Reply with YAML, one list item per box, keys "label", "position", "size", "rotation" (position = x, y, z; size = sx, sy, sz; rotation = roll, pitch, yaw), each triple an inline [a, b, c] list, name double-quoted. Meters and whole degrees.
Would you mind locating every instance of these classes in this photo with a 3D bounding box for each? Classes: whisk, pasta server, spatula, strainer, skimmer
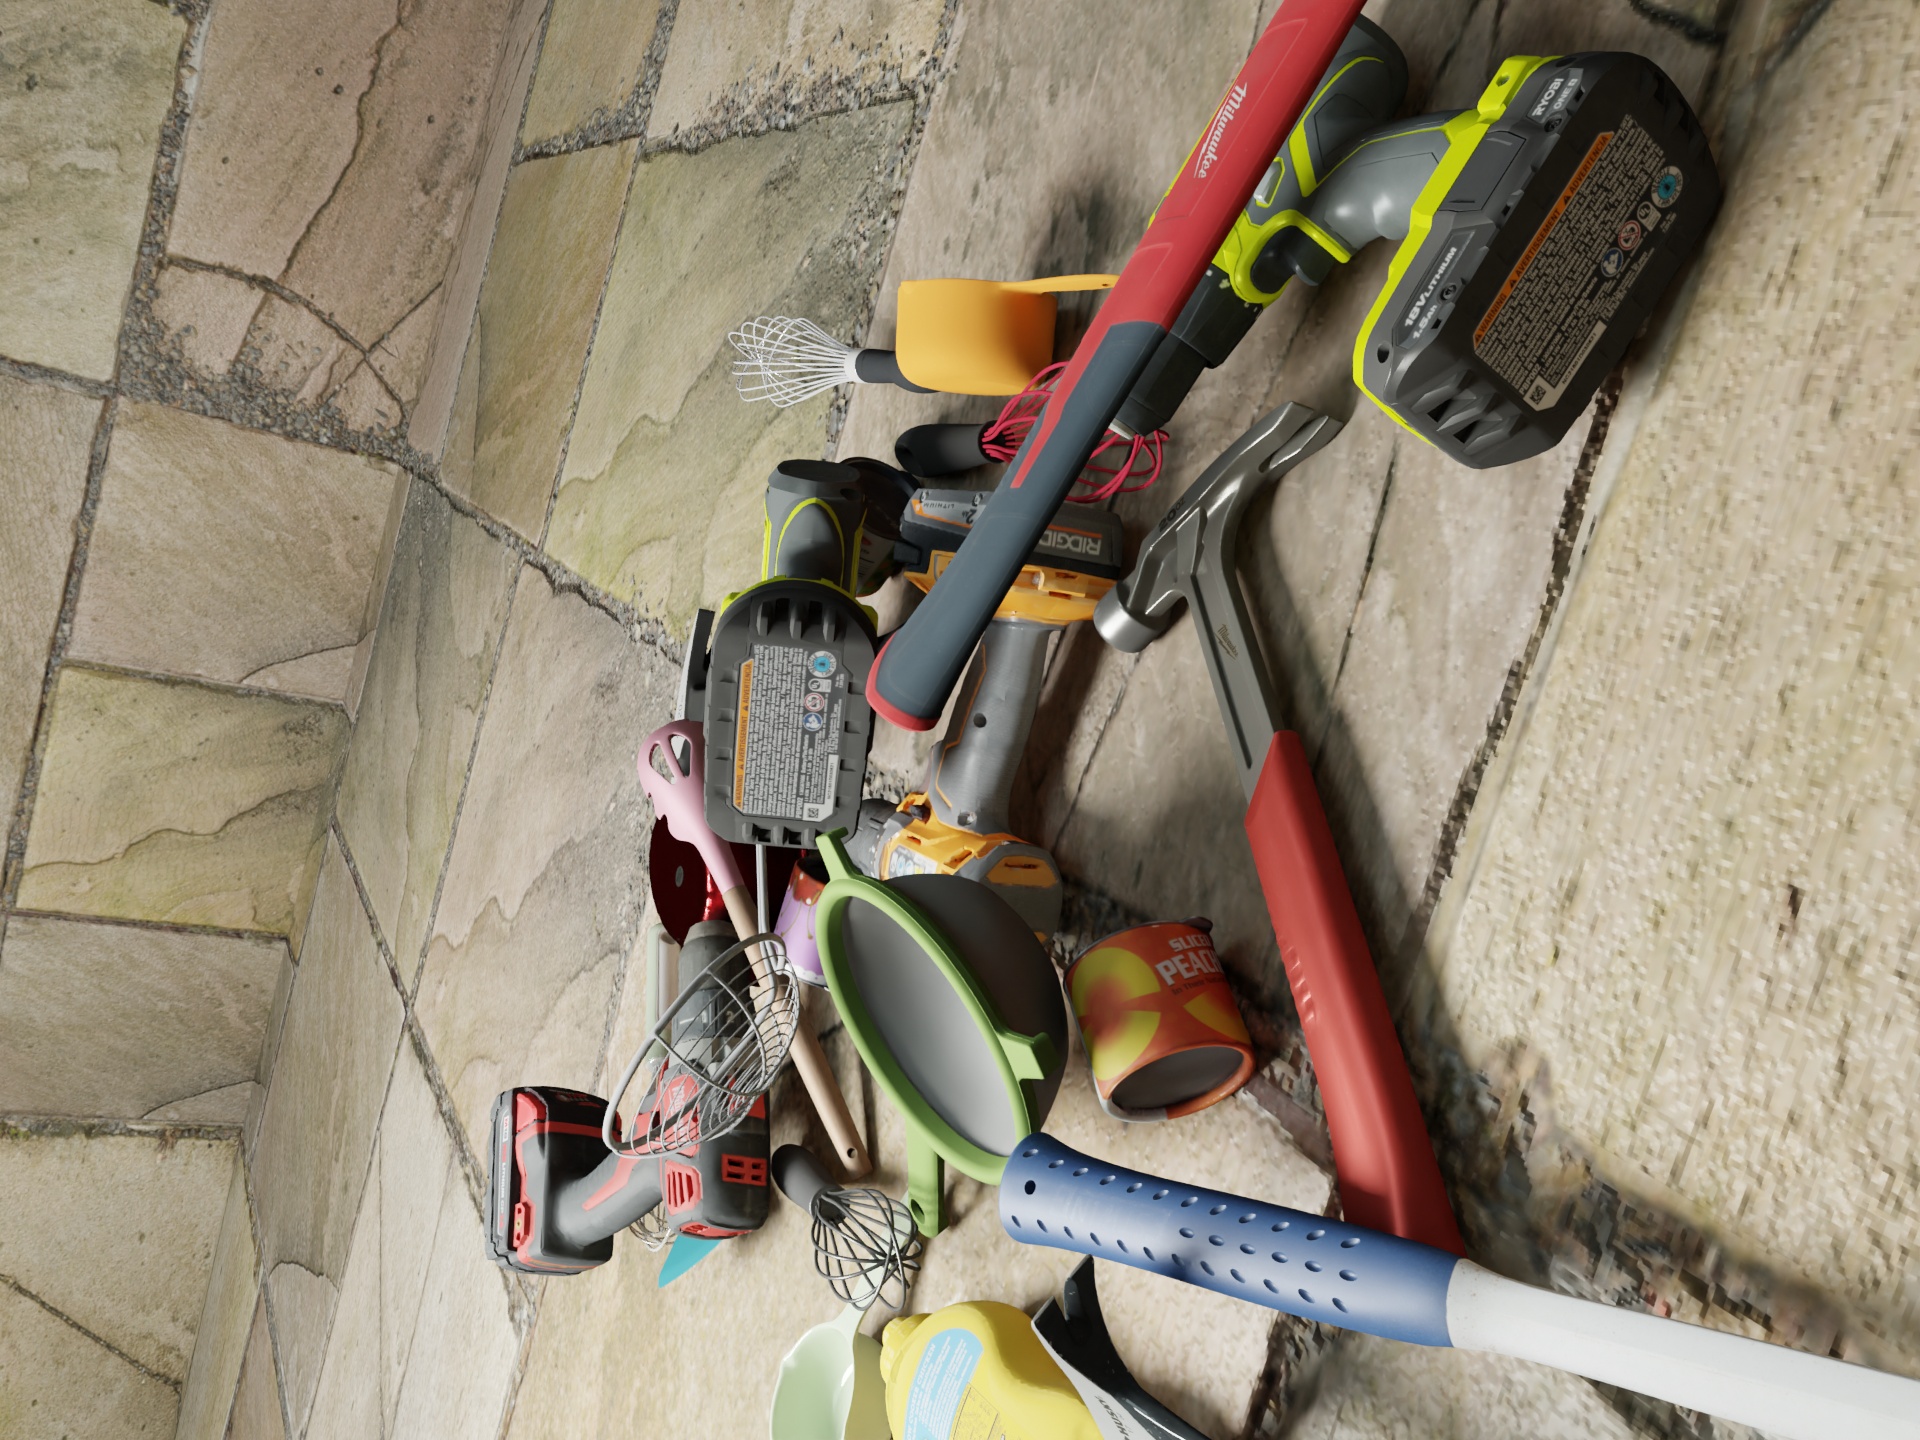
- label: "whisk"
  position: [-0.208, 0.249, 1.113]
  size: [0.059, 0.057, 0.247]
  rotation: [-47, 38, 40]
- label: "whisk"
  position: [-0.069, 0.263, 0.853]
  size: [0.239, 0.055, 0.055]
  rotation: [173, 107, -72]
- label: "pasta server"
  position: [-0.122, 0.127, 0.951]
  size: [0.060, 0.040, 0.316]
  rotation: [-28, 68, 0]
- label: "spatula"
  position: [-0.176, 0.215, 1.072]
  size: [0.082, 0.044, 0.318]
  rotation: [-44, 43, 34]
- label: "strainer"
  position: [0.004, 0.159, 0.738]
  size: [0.152, 0.069, 0.256]
  rotation: [42, 148, 33]
- label: "skimmer"
  position: [-0.139, 0.079, 0.883]
  size: [0.364, 0.090, 0.127]
  rotation: [-100, 26, -52]
- label: "whisk"
  position: [0.027, -0.151, 0.849]
  size: [0.296, 0.073, 0.073]
  rotation: [13, 91, 65]
- label: "whisk"
  position: [-0.081, -0.238, 1.066]
  size: [0.285, 0.070, 0.070]
  rotation: [22, 99, 55]

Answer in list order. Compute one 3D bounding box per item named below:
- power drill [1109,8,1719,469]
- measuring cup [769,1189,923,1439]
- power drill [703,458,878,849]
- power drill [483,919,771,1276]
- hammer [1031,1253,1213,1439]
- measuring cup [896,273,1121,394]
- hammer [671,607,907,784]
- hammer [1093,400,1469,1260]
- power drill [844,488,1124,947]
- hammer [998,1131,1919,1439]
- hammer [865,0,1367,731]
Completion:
- label: "power drill"
  position: [0.147, -0.177, 0.612]
  size: [0.190, 0.080, 0.229]
  rotation: [-58, 33, 8]
- label: "measuring cup"
  position: [-0.043, 0.318, 0.833]
  size: [0.167, 0.038, 0.083]
  rotation: [-62, 28, -6]
- label: "power drill"
  position: [-0.086, -0.029, 0.849]
  size: [0.223, 0.080, 0.171]
  rotation: [-95, 11, -67]
- label: "power drill"
  position: [-0.201, 0.241, 0.991]
  size: [0.226, 0.080, 0.188]
  rotation: [-30, 53, 36]
- label: "hammer"
  position: [0.169, 0.262, 0.432]
  size: [0.036, 0.149, 0.409]
  rotation: [-44, 27, -25]
- label: "measuring cup"
  position: [0.031, -0.201, 0.833]
  size: [0.174, 0.095, 0.052]
  rotation: [14, 101, 56]
- label: "hammer"
  position: [-0.114, -0.025, 1.062]
  size: [0.335, 0.035, 0.146]
  rotation: [-13, 70, 57]
- label: "hammer"
  position: [0.136, 0.049, 0.616]
  size: [0.149, 0.036, 0.359]
  rotation: [-47, 42, 42]
- label: "power drill"
  position: [-0.001, -0.003, 0.827]
  size: [0.185, 0.084, 0.226]
  rotation: [17, 99, 61]
- label: "hammer"
  position: [0.157, 0.182, 0.473]
  size: [0.405, 0.035, 0.144]
  rotation: [-4, 74, 50]
- label: "hammer"
  position: [0.070, -0.143, 0.611]
  size: [0.386, 0.038, 0.143]
  rotation: [-58, 33, 24]
